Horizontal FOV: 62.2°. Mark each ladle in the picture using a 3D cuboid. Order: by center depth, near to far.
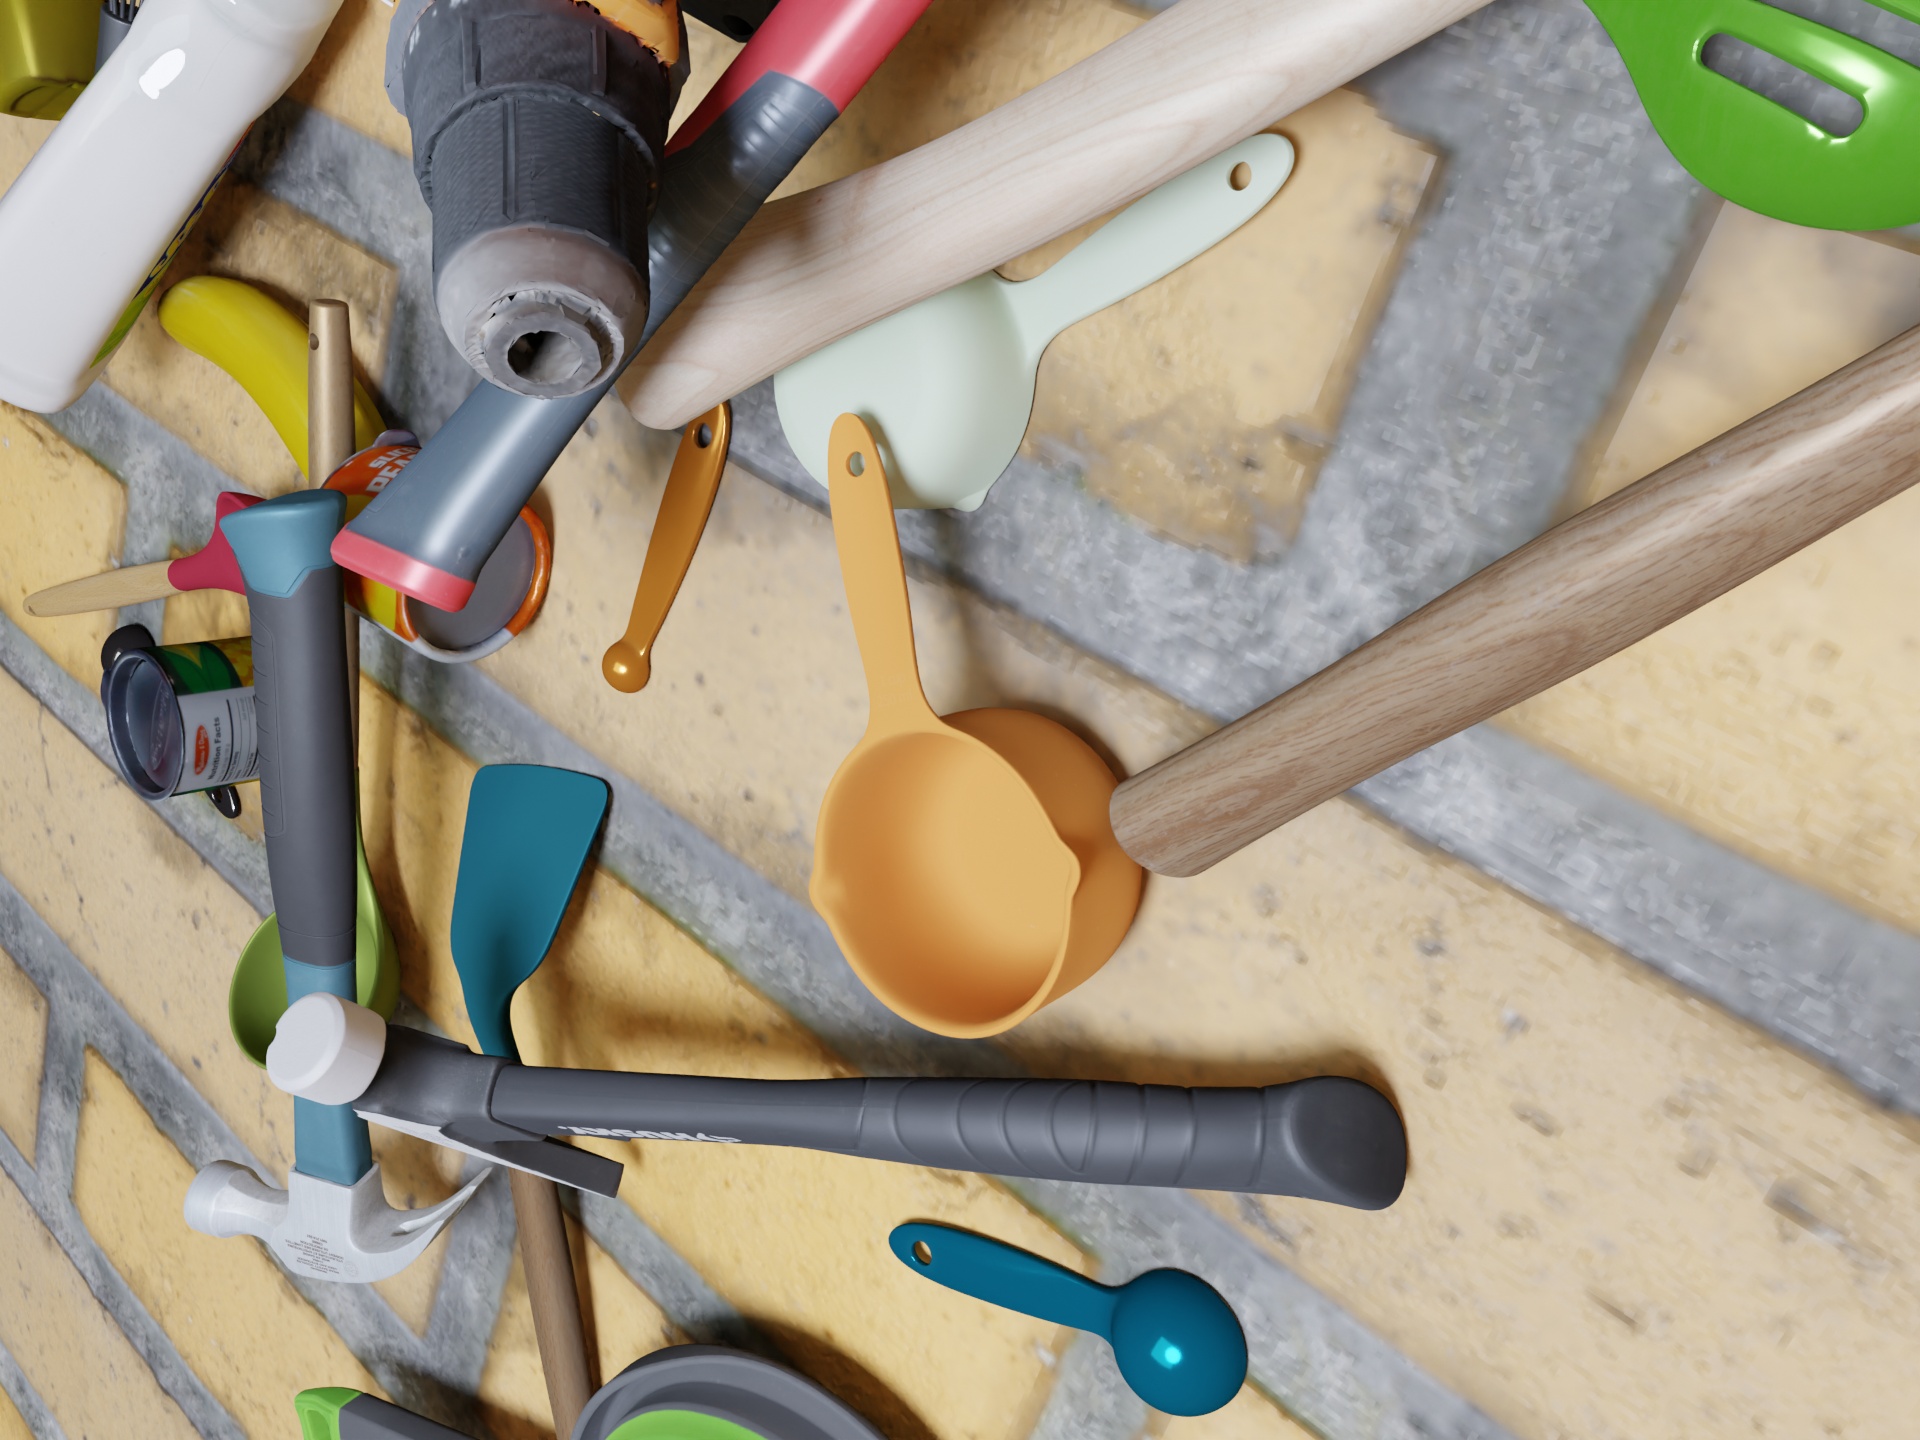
[{"bbox_3d":[-0.254,-0.002,0.621,0.078,0.062,0.320,22,117,27],"label":"ladle"},{"bbox_3d":[-0.372,-0.063,0.738,0.315,0.031,0.069,-2,121,41],"label":"ladle"}]

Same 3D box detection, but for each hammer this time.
[{"bbox_3d":[0.146,-0.037,0.308,0.331,0.130,0.031,-37,42,47],"label":"hammer"},{"bbox_3d":[0.070,-0.139,0.339,0.410,0.038,0.146,-18,82,36],"label":"hammer"},{"bbox_3d":[-0.034,-0.171,0.377,0.386,0.038,0.143,-42,47,24],"label":"hammer"},{"bbox_3d":[-0.038,0.120,0.477,0.335,0.146,0.035,-4,61,27],"label":"hammer"},{"bbox_3d":[-0.241,0.074,0.591,0.128,0.033,0.330,12,114,13],"label":"hammer"}]

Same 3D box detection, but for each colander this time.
[{"bbox_3d":[-0.149,0.324,0.577,0.397,0.094,0.204,1,105,34],"label":"colander"}]

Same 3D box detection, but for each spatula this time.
[{"bbox_3d":[-0.158,0.177,0.623,0.082,0.044,0.317,4,105,37],"label":"spatula"}]

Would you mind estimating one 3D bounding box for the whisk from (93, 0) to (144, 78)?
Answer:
[{"bbox_3d":[-0.349,-0.297,0.672,0.055,0.055,0.238,44,126,23],"label":"whisk"}]

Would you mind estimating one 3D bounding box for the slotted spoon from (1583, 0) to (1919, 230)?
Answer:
[{"bbox_3d":[0.089,-0.196,0.361,0.314,0.031,0.070,38,114,28],"label":"slotted spoon"}]

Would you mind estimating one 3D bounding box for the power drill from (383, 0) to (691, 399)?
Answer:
[{"bbox_3d":[-0.040,-0.183,0.303,0.226,0.084,0.186,-34,51,35],"label":"power drill"}]

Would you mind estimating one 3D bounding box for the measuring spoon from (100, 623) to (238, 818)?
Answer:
[{"bbox_3d":[-0.384,0.002,0.767,0.124,0.018,0.034,48,123,20],"label":"measuring spoon"}]

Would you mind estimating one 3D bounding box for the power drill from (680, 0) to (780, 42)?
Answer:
[{"bbox_3d":[-0.094,-0.314,0.393,0.190,0.080,0.228,31,133,4],"label":"power drill"}]

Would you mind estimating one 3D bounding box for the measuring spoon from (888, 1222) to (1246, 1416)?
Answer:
[{"bbox_3d":[0.024,0.178,0.481,0.129,0.021,0.042,6,102,36],"label":"measuring spoon"}]

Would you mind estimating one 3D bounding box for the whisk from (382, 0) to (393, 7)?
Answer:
[{"bbox_3d":[-0.185,-0.367,0.524,0.070,0.070,0.284,-12,86,38],"label":"whisk"}]

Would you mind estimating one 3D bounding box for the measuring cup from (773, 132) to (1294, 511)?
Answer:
[{"bbox_3d":[0.012,-0.111,0.427,0.167,0.038,0.083,-23,84,40],"label":"measuring cup"}]

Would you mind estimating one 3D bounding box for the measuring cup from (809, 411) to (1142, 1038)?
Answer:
[{"bbox_3d":[-0.001,-0.001,0.449,0.095,0.052,0.173,-11,90,38],"label":"measuring cup"}]

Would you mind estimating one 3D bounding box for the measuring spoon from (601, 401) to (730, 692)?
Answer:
[{"bbox_3d":[-0.102,-0.058,0.542,0.021,0.011,0.117,39,119,26],"label":"measuring spoon"}]
